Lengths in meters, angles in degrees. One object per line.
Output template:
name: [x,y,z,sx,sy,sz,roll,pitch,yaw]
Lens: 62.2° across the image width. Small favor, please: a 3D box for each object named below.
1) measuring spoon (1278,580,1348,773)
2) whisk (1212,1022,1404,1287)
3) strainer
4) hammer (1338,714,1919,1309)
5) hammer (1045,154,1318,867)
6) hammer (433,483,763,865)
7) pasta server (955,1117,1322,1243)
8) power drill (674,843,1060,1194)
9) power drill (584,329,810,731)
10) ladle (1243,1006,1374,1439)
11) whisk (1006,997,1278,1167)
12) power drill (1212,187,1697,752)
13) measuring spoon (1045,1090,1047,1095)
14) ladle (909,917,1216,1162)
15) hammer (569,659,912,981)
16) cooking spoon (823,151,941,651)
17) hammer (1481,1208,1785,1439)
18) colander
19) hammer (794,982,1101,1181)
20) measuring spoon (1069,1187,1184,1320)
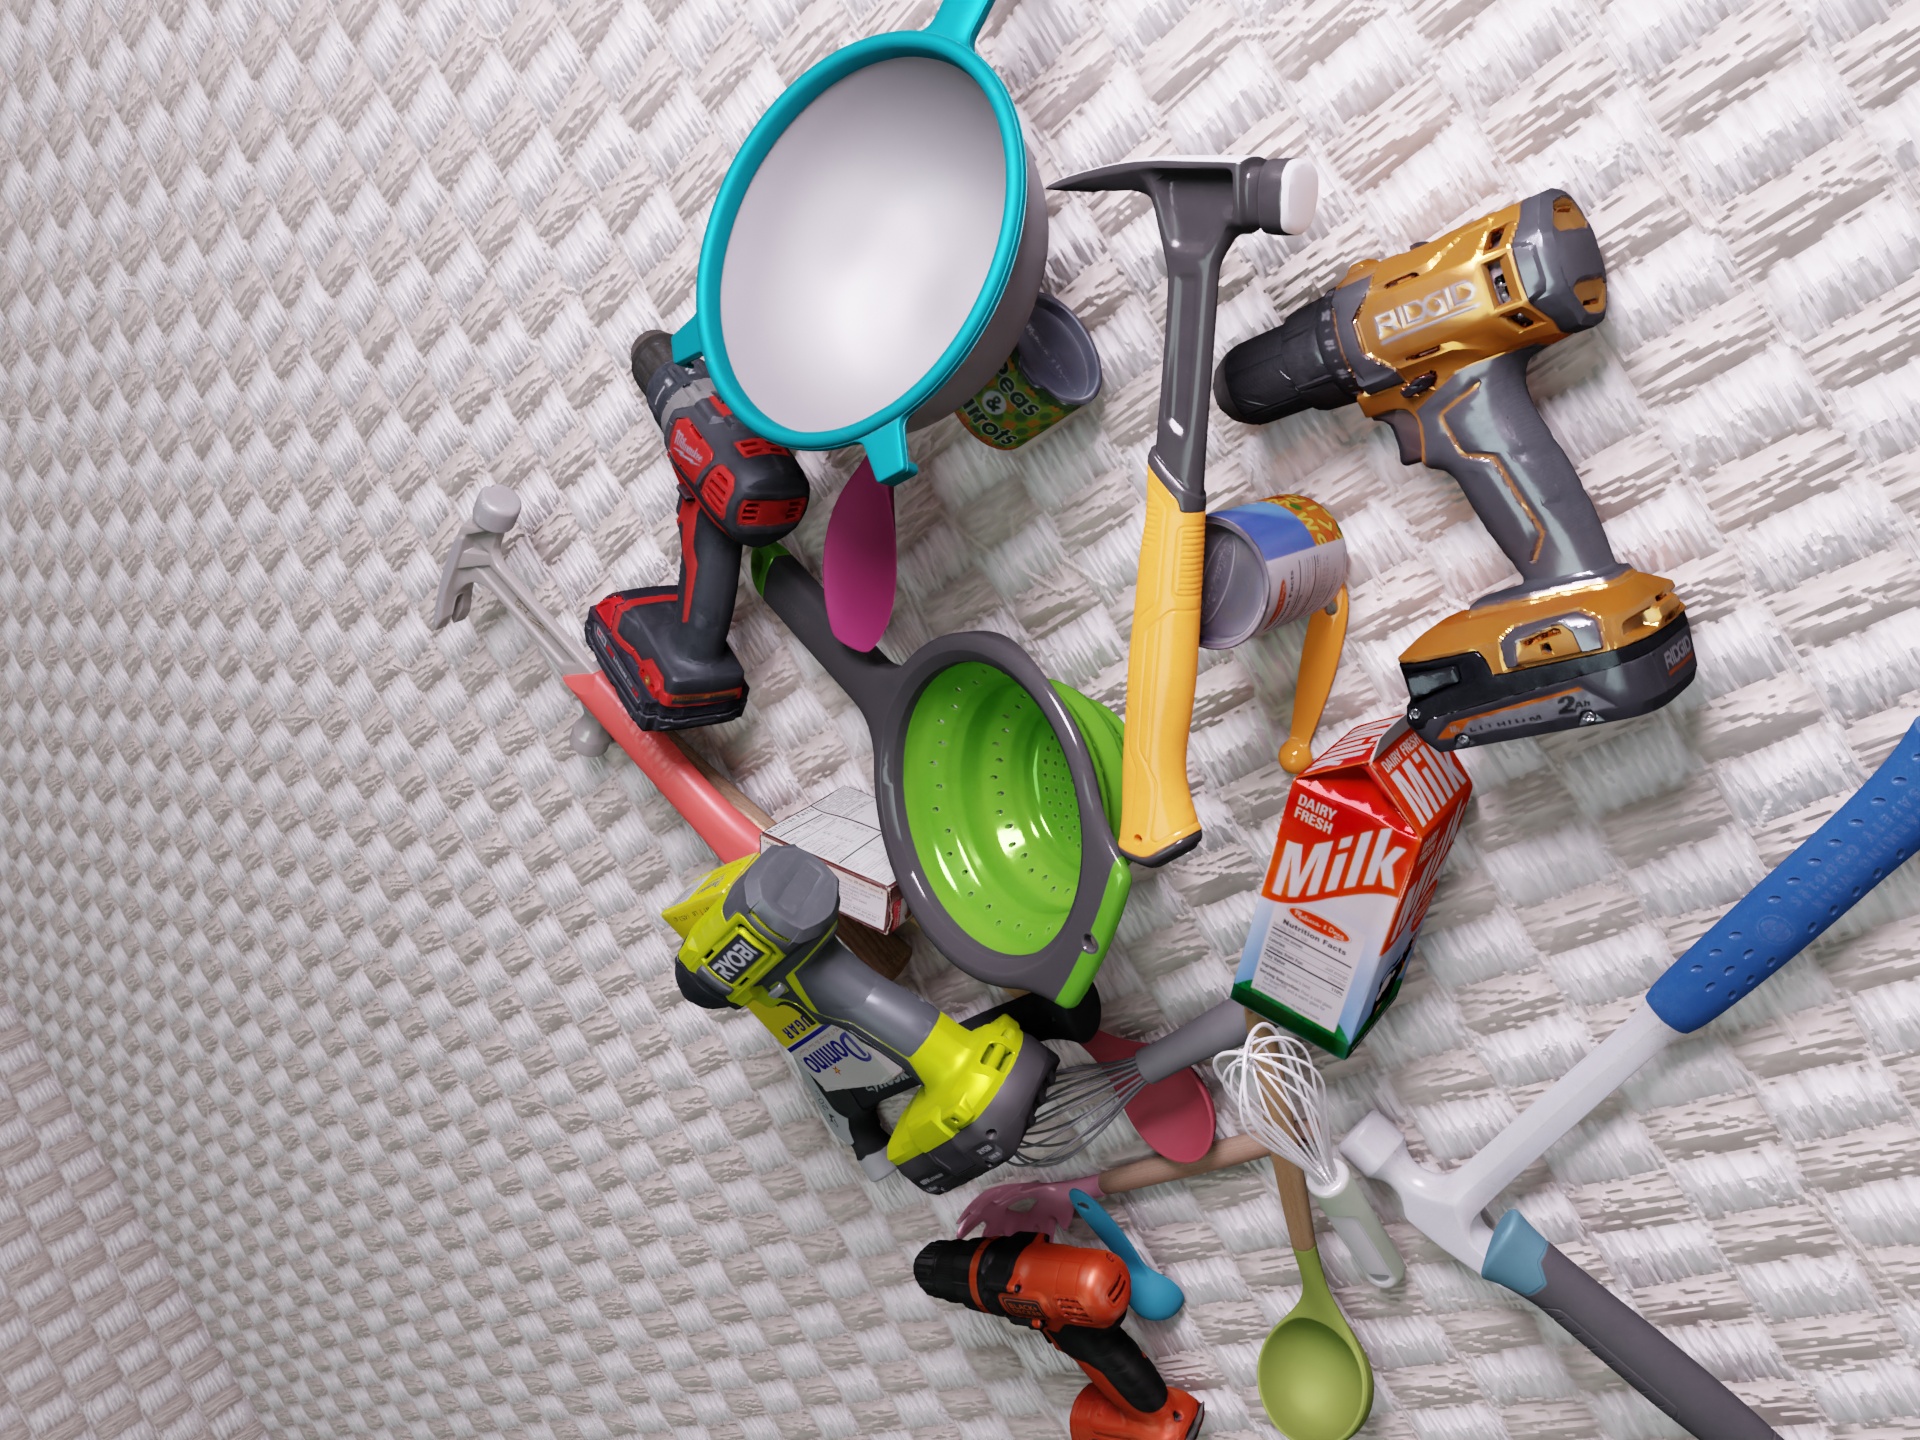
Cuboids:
measuring spoon: [0.187,-0.021,0.848,0.021,0.011,0.116,25,124,29]
whisk: [0.202,0.252,0.889,0.058,0.059,0.246,-7,133,33]
strainer: [-0.002,-0.286,0.803,0.211,0.095,0.340,34,102,37]
hammer: [0.348,0.155,0.785,0.144,0.035,0.405,42,131,16]
hammer: [0.095,-0.092,0.760,0.127,0.034,0.336,15,111,38]
hammer: [-0.254,-0.001,1.158,0.359,0.037,0.149,46,133,12]
pasta server: [0.113,0.307,1.050,0.060,0.040,0.316,45,134,-16]
power drill: [-0.066,0.184,0.968,0.223,0.080,0.171,39,139,-6]
power drill: [-0.183,-0.126,1.046,0.188,0.080,0.226,53,136,34]
ladle: [0.193,0.298,0.948,0.078,0.062,0.320,9,121,46]
whisk: [0.114,0.212,0.967,0.239,0.055,0.055,-34,87,26]
power drill: [0.222,-0.104,0.736,0.185,0.084,0.226,-14,97,43]
measuring spoon: [0.017,0.274,1.125,0.034,0.018,0.124,53,134,6]
ladle: [0.042,0.180,1.055,0.316,0.031,0.069,34,120,25]
hammer: [-0.161,0.068,1.164,0.331,0.031,0.130,41,131,16]
cooking spoon: [-0.036,-0.193,0.903,0.069,0.017,0.318,28,115,42]
hammer: [0.406,0.374,0.816,0.331,0.033,0.128,39,129,7]
colander: [-0.002,-0.003,0.974,0.398,0.094,0.204,47,133,36]
hammer: [-0.015,0.225,1.094,0.146,0.035,0.334,57,140,2]
measuring spoon: [0.106,0.362,1.066,0.042,0.021,0.128,-18,118,38]
